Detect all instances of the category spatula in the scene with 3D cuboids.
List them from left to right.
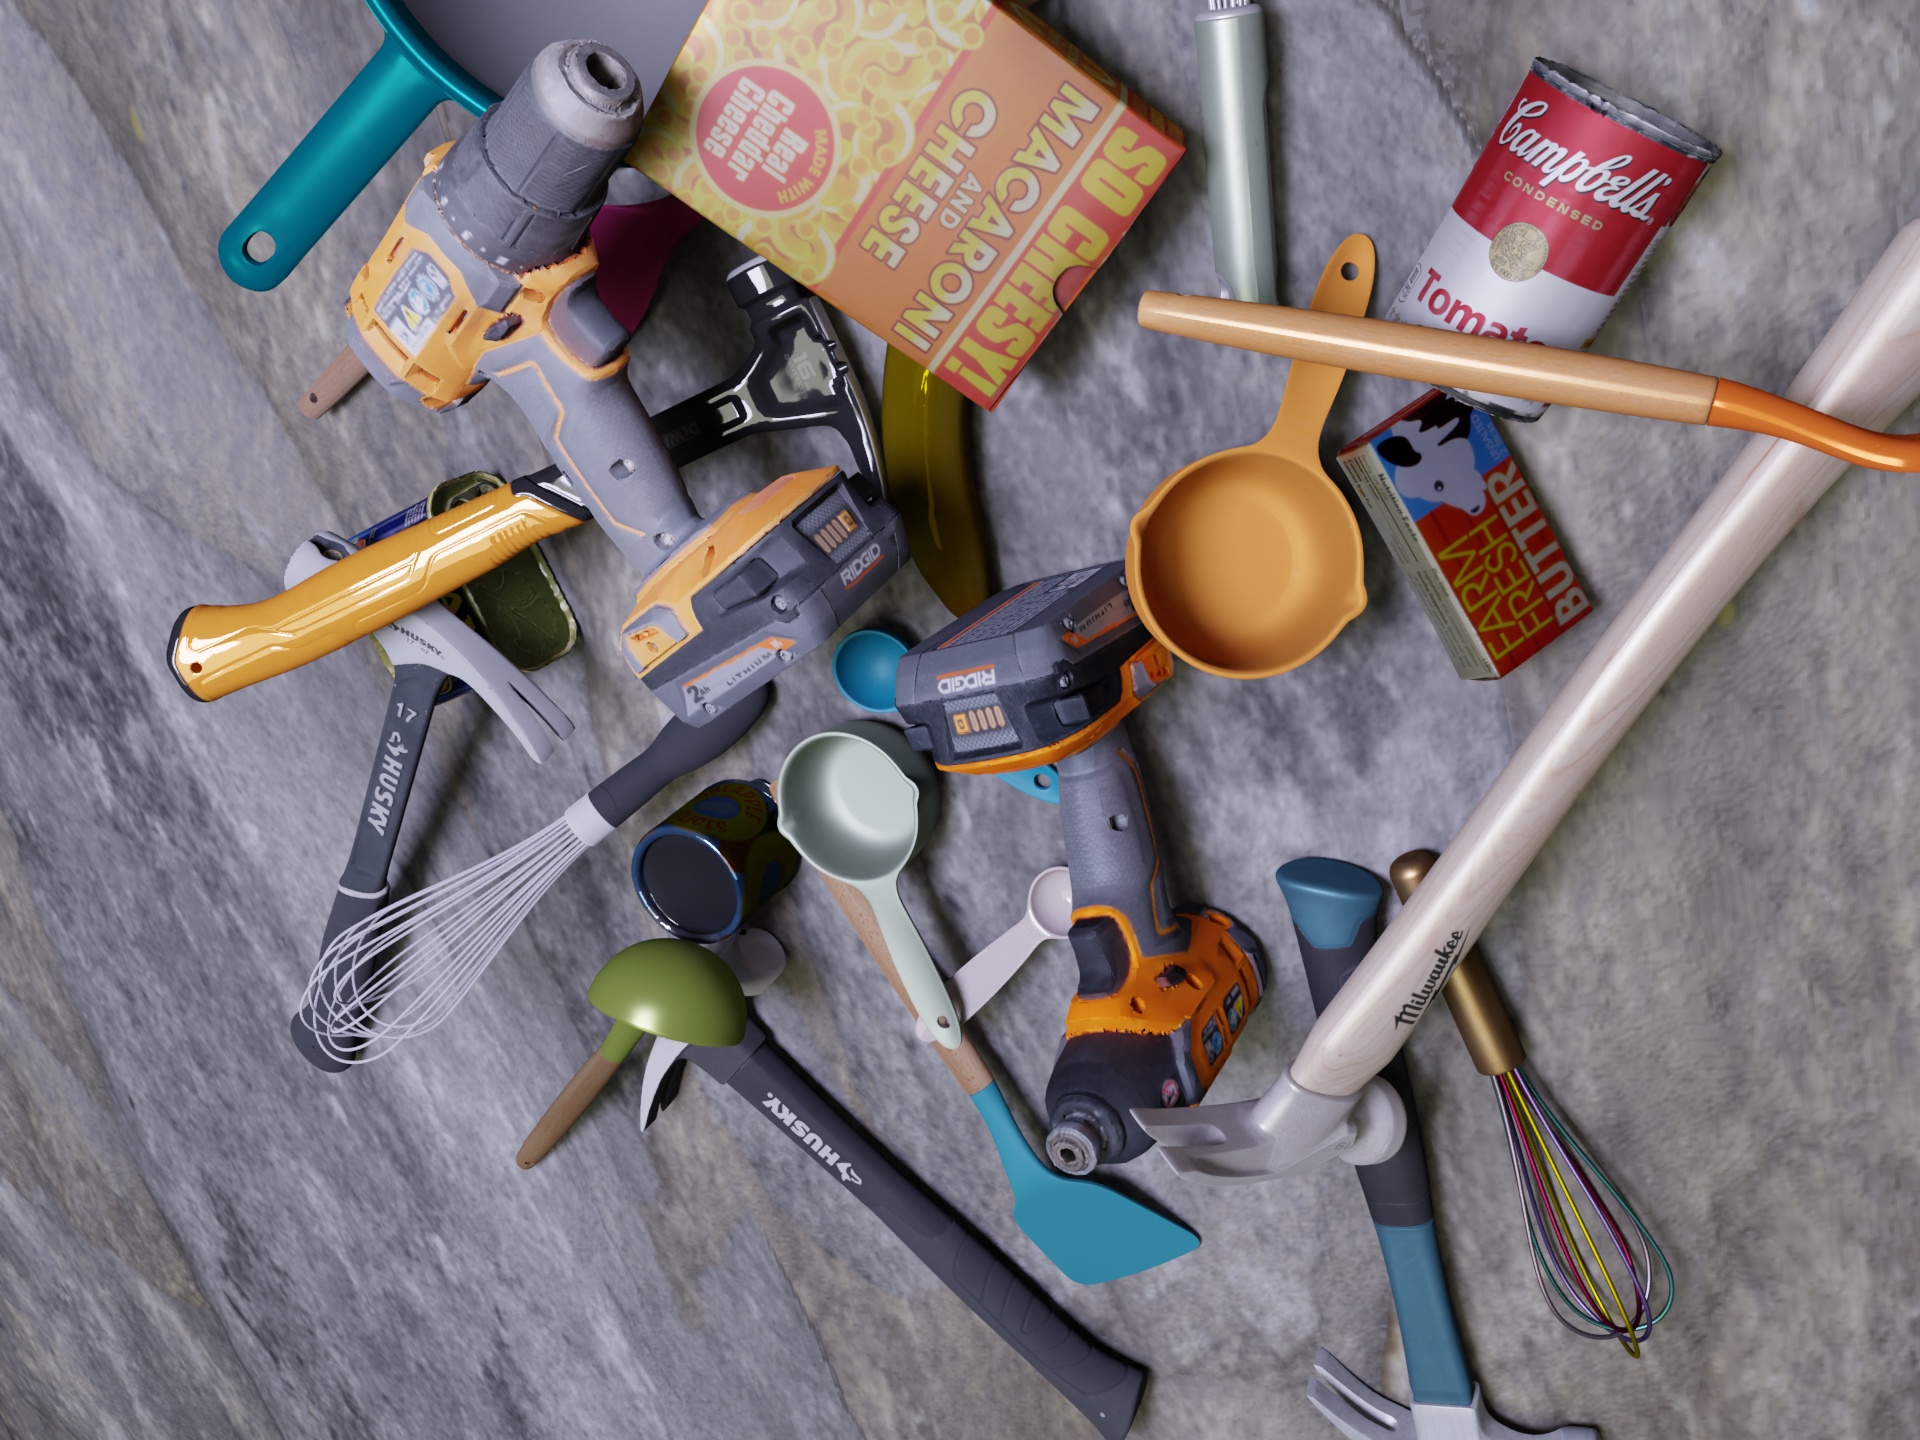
[{"bbox_3d":[-0.221,-0.233,0.739,0.316,0.018,0.060,-32,94,31],"label":"spatula"},{"bbox_3d":[0.000,0.159,0.805,0.082,0.044,0.317,-33,91,33],"label":"spatula"},{"bbox_3d":[0.210,-0.113,0.494,0.323,0.081,0.041,15,114,21],"label":"spatula"}]

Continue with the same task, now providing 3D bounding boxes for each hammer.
[{"bbox_3d":[-0.321,0.082,0.877,0.149,0.036,0.408,32,132,1],"label":"hammer"},{"bbox_3d":[-0.198,-0.081,0.709,0.337,0.034,0.127,-23,102,7],"label":"hammer"},{"bbox_3d":[-0.033,0.267,0.859,0.335,0.035,0.146,42,122,3],"label":"hammer"},{"bbox_3d":[0.201,0.214,0.728,0.128,0.033,0.331,-8,108,27],"label":"hammer"},{"bbox_3d":[0.211,0.012,0.569,0.038,0.146,0.410,49,118,40],"label":"hammer"}]

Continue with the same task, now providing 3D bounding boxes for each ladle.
[{"bbox_3d":[-0.197,0.200,0.861,0.078,0.062,0.320,18,141,-21],"label":"ladle"}]

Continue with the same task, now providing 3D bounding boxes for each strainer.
[{"bbox_3d":[-0.172,-0.293,0.624,0.340,0.095,0.210,-35,114,25],"label":"strainer"}]

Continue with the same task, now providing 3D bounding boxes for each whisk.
[{"bbox_3d":[-0.206,0.069,0.780,0.284,0.070,0.070,-38,93,2],"label":"whisk"},{"bbox_3d":[0.096,-0.259,0.564,0.059,0.058,0.246,-10,115,-2],"label":"whisk"},{"bbox_3d":[0.243,0.167,0.682,0.051,0.047,0.245,-22,98,32],"label":"whisk"}]

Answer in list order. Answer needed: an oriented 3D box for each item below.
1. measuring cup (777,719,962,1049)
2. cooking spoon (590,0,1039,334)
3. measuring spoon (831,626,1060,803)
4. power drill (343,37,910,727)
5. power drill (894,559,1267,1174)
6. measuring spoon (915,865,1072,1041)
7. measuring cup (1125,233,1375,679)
[{"bbox_3d":[-0.029,0.077,0.767,0.083,0.038,0.167,-18,100,30],"label":"measuring cup"},{"bbox_3d":[-0.093,-0.233,0.678,0.319,0.017,0.068,-21,113,31],"label":"cooking spoon"},{"bbox_3d":[-0.001,-0.002,0.741,0.128,0.021,0.042,34,121,-2],"label":"measuring spoon"},{"bbox_3d":[-0.120,-0.123,0.602,0.226,0.084,0.185,50,138,-10],"label":"power drill"},{"bbox_3d":[0.053,0.064,0.655,0.084,0.164,0.226,-11,105,32],"label":"power drill"},{"bbox_3d":[0.022,0.114,0.765,0.124,0.018,0.034,-46,76,22],"label":"measuring spoon"},{"bbox_3d":[0.122,-0.102,0.622,0.095,0.052,0.173,19,93,-4],"label":"measuring cup"}]
